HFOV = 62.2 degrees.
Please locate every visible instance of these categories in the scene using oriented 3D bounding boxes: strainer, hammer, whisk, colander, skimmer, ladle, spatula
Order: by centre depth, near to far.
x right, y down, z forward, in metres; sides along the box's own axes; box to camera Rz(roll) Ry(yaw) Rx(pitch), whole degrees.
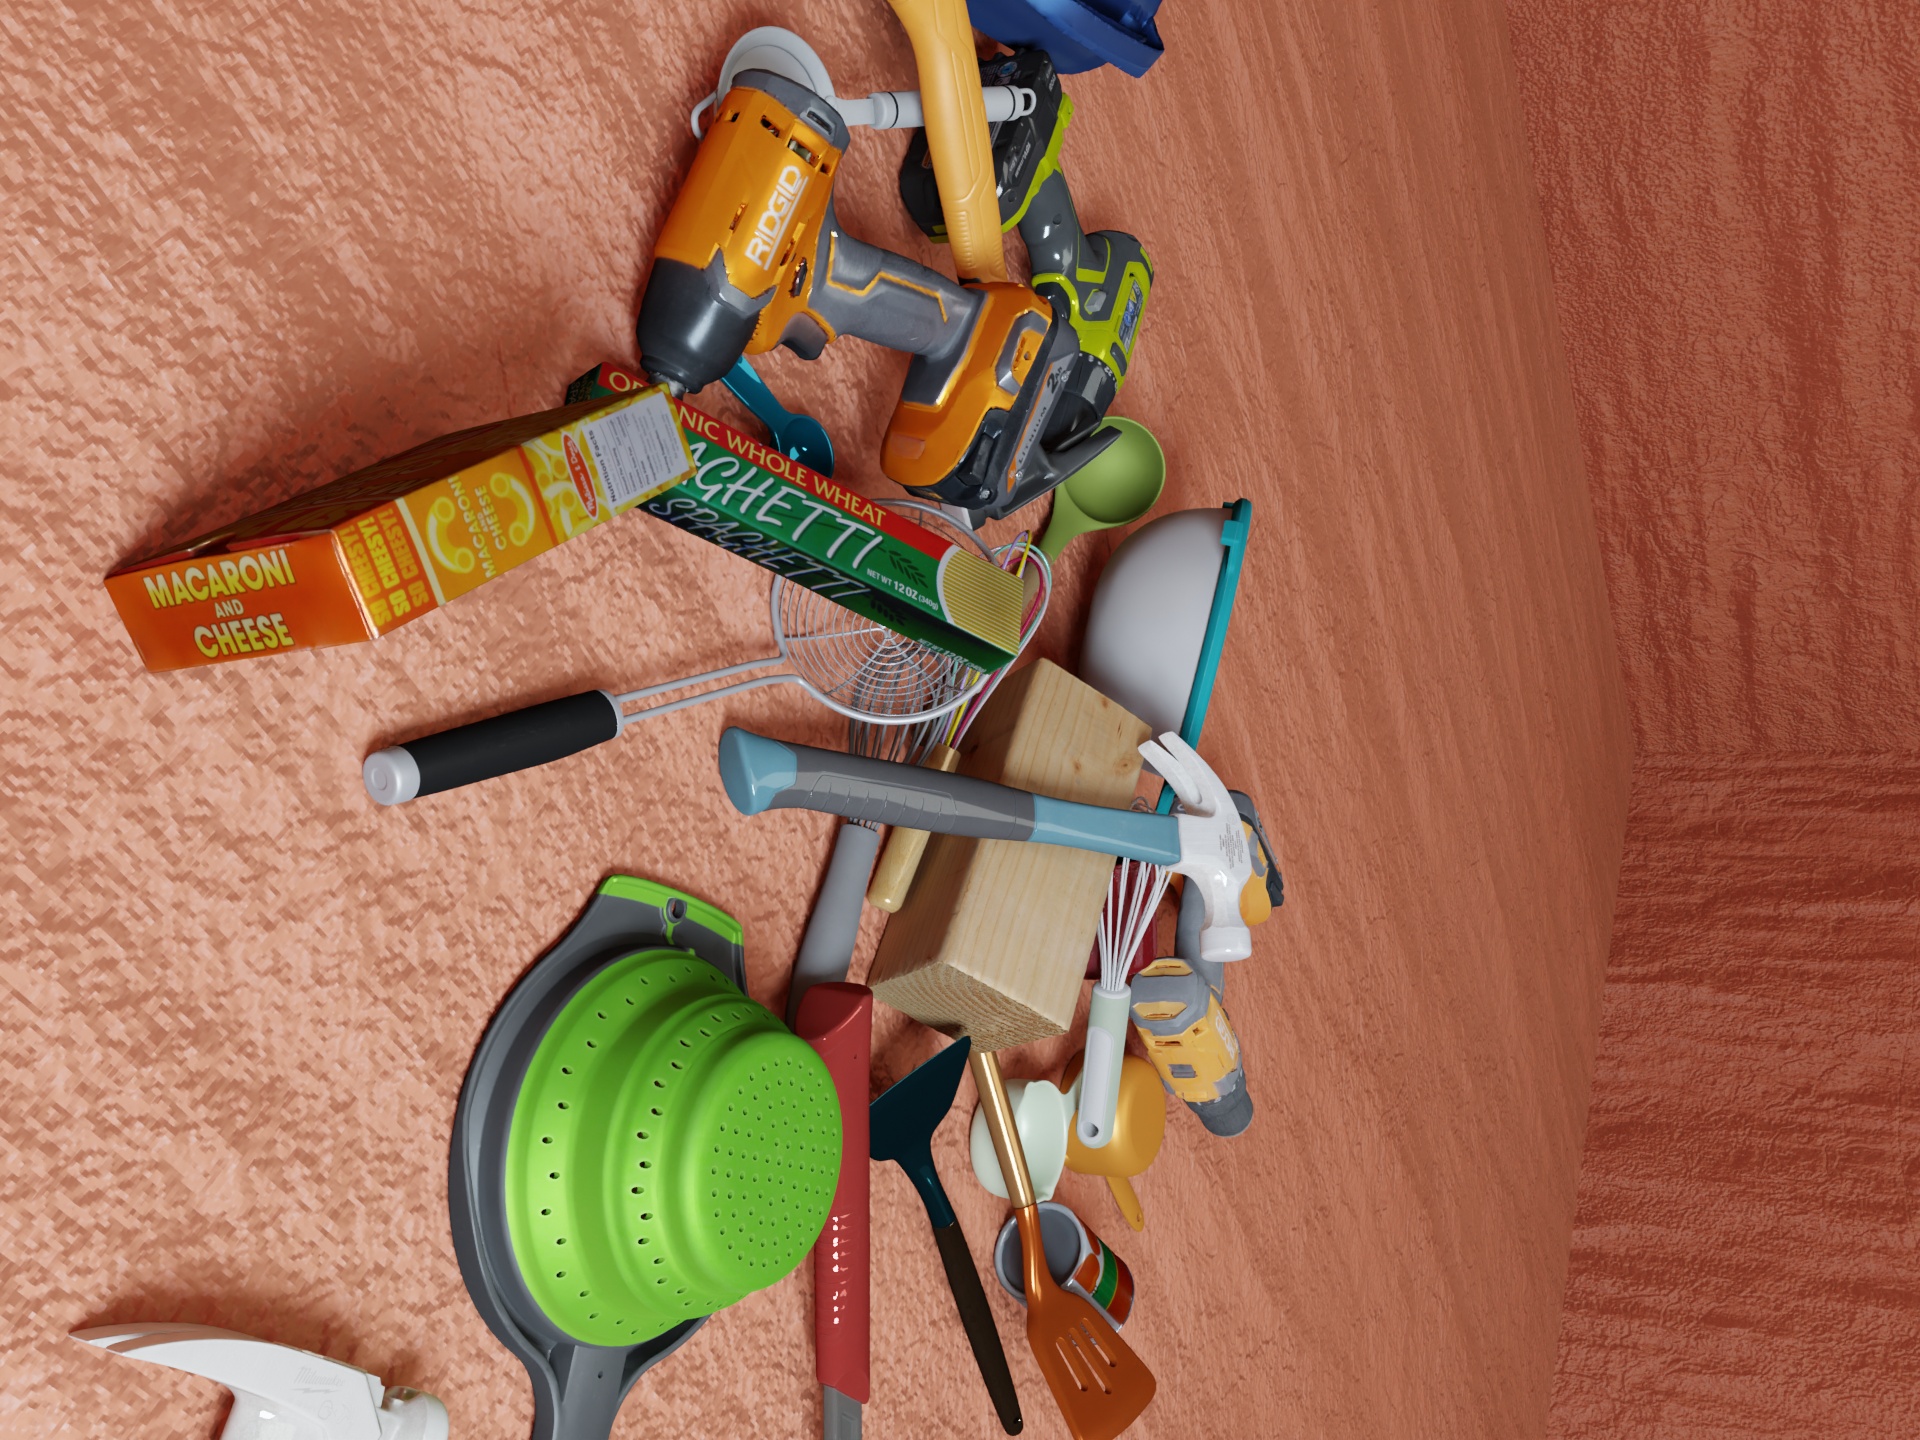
[{"bbox_3d":[-0.291,0.396,0.470,0.146,0.038,0.411,49,49,-45],"label":"hammer"},{"bbox_3d":[-0.131,0.268,0.684,0.204,0.094,0.397,35,59,-53],"label":"colander"},{"bbox_3d":[-0.108,-0.031,0.743,0.363,0.090,0.127,-21,76,-55],"label":"skimmer"},{"bbox_3d":[-0.056,0.314,0.839,0.149,0.037,0.359,-10,102,-58],"label":"hammer"},{"bbox_3d":[-0.050,-0.324,0.851,0.258,0.050,0.086,-22,117,-39],"label":"strainer"},{"bbox_3d":[0.025,0.052,0.868,0.330,0.033,0.128,12,66,-29],"label":"hammer"},{"bbox_3d":[-0.053,0.064,0.874,0.055,0.055,0.239,41,59,-51],"label":"whisk"},{"bbox_3d":[0.016,-0.270,0.900,0.127,0.034,0.336,-33,135,-21],"label":"hammer"},{"bbox_3d":[-0.002,-0.003,0.939,0.051,0.047,0.245,32,73,-39],"label":"whisk"},{"bbox_3d":[0.001,0.323,0.951,0.082,0.044,0.317,-31,120,-29],"label":"spatula"},{"bbox_3d":[0.039,0.265,0.953,0.081,0.041,0.322,-14,87,-49],"label":"spatula"},{"bbox_3d":[0.096,0.163,1.005,0.059,0.058,0.246,-27,126,-57],"label":"whisk"},{"bbox_3d":[0.051,-0.096,1.044,0.078,0.062,0.320,45,49,-13],"label":"ladle"},{"bbox_3d":[0.120,0.000,1.130,0.211,0.095,0.340,-53,157,-75],"label":"strainer"}]

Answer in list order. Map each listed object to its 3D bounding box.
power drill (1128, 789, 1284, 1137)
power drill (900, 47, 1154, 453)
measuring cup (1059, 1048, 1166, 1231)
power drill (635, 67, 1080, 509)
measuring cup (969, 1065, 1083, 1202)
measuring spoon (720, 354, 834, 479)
[{"bbox_3d":[0.194,0.190,1.219,0.185,0.084,0.226,61,34,-39],"label":"power drill"},{"bbox_3d":[0.050,-0.292,1.033,0.228,0.080,0.191,51,48,-48],"label":"power drill"},{"bbox_3d":[0.125,0.312,1.145,0.095,0.052,0.173,-56,132,-44],"label":"measuring cup"},{"bbox_3d":[-0.056,-0.191,0.801,0.226,0.084,0.164,27,86,-41],"label":"power drill"},{"bbox_3d":[0.056,0.252,1.052,0.167,0.038,0.083,-35,118,-56],"label":"measuring cup"},{"bbox_3d":[-0.112,-0.166,0.820,0.128,0.021,0.042,47,52,-35],"label":"measuring spoon"}]
